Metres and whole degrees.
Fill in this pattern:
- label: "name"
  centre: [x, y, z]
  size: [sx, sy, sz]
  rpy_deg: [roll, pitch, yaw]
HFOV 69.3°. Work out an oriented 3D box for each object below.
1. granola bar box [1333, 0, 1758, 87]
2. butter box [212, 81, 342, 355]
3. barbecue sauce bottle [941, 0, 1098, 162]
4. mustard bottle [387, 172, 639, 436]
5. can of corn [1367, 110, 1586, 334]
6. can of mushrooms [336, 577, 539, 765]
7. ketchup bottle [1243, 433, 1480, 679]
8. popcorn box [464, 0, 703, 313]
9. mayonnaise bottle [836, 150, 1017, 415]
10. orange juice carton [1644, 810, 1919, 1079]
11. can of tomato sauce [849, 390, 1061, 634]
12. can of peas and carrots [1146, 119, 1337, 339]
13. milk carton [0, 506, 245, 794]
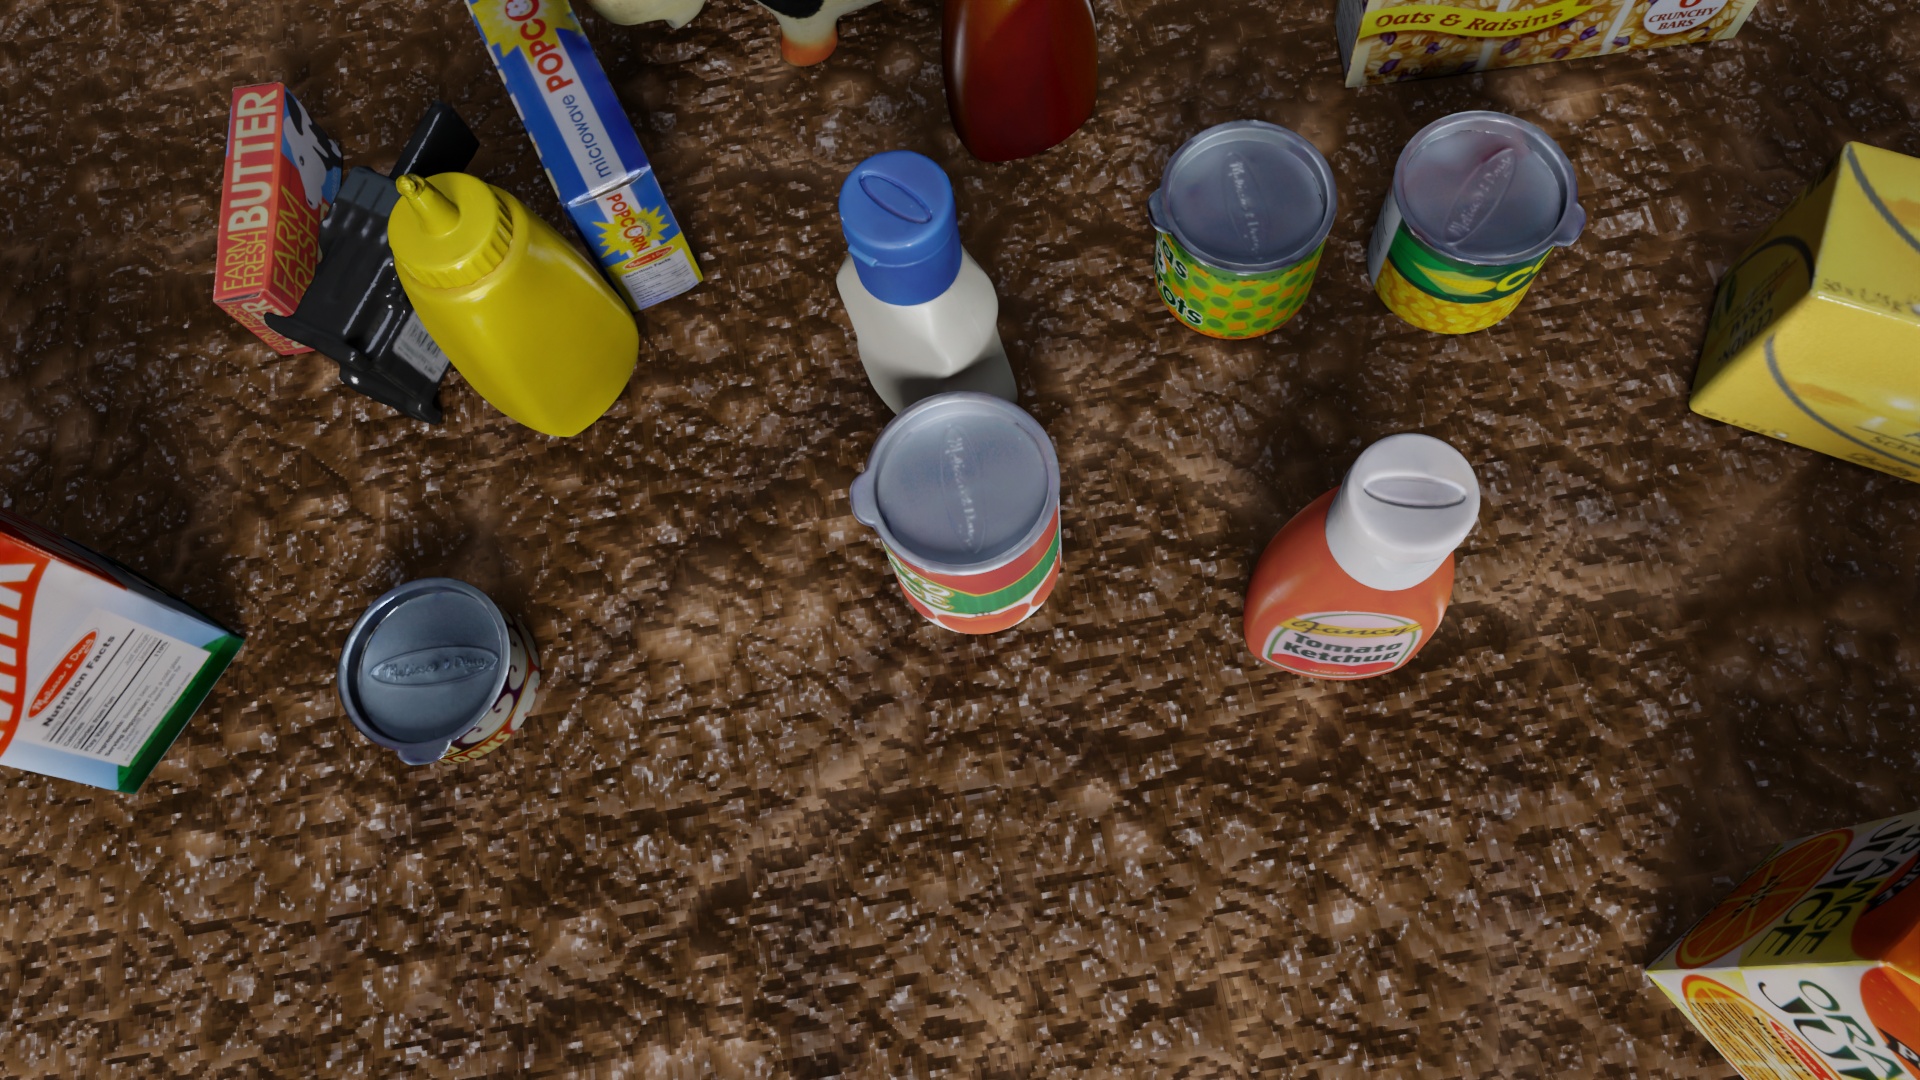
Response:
- label: "granola bar box"
  centre: [0.240, -0.241, 0.543]
  size: [0.166, 0.124, 0.039]
  rpy_deg: [-7, 71, 3]
- label: "butter box"
  centre: [-0.288, -0.136, 0.589]
  size: [0.024, 0.053, 0.104]
  rpy_deg: [-7, 71, 3]
- label: "barbecue sauce bottle"
  centre: [0.022, -0.208, 0.538]
  size: [0.065, 0.148, 0.044]
  rpy_deg: [-25, 71, -4]
- label: "mustard bottle"
  centre: [-0.167, -0.092, 0.507]
  size: [0.049, 0.159, 0.065]
  rpy_deg: [32, 77, 14]
- label: "can of corn"
  centre: [0.199, -0.121, 0.540]
  size: [0.071, 0.058, 0.071]
  rpy_deg: [-1, 71, 4]
- label: "can of mushrooms"
  centre: [-0.197, 0.052, 0.527]
  size: [0.071, 0.033, 0.071]
  rpy_deg: [-1, 71, 4]
- label: "ketchup bottle"
  centre: [0.131, 0.009, 0.453]
  size: [0.065, 0.148, 0.043]
  rpy_deg: [4, 72, 6]
- label: "popcorn box"
  centre: [-0.155, -0.168, 0.572]
  size: [0.038, 0.085, 0.127]
  rpy_deg: [-27, 71, -4]
- label: "mayonnaise bottle"
  centre: [-0.013, -0.082, 0.497]
  size: [0.065, 0.147, 0.041]
  rpy_deg: [36, 78, 15]
- label: "orange juice carton"
  centre: [0.273, 0.122, 0.379]
  size: [0.072, 0.192, 0.073]
  rpy_deg: [-38, 72, -8]
- label: "can of tomato sauce"
  centre: [0.002, -0.006, 0.504]
  size: [0.071, 0.083, 0.071]
  rpy_deg: [-1, 71, 4]
- label: "can of peas and carrots"
  centre: [0.108, -0.120, 0.547]
  size: [0.071, 0.058, 0.071]
  rpy_deg: [-1, 71, 4]
- label: "milk carton"
  centre: [-0.340, 0.024, 0.466]
  size: [0.072, 0.190, 0.073]
  rpy_deg: [27, 76, 13]
